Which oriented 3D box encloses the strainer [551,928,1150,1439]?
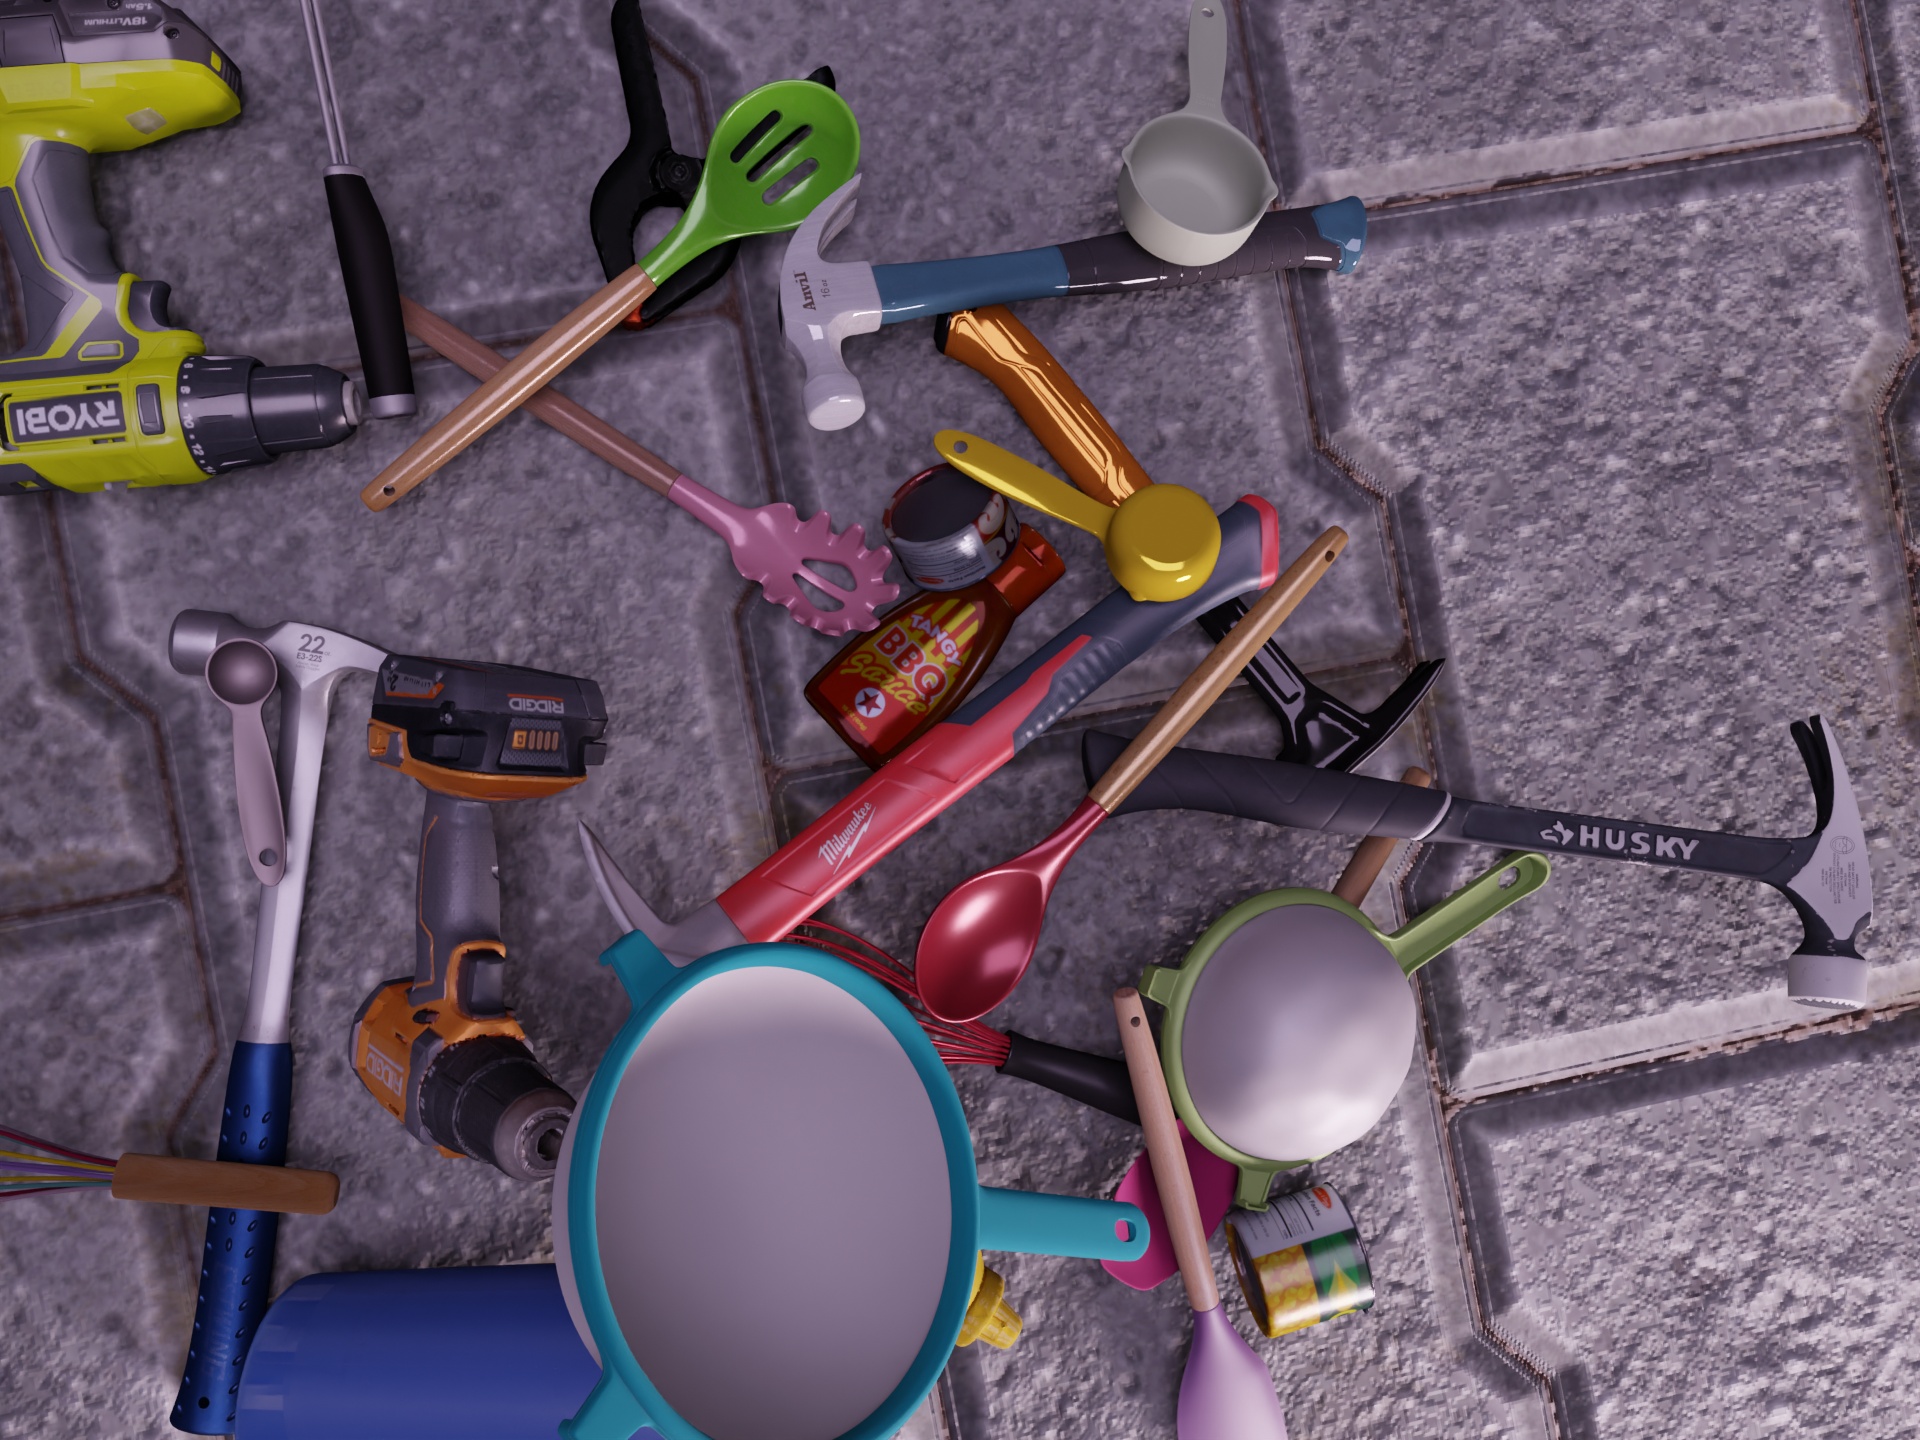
[{"bbox_3d":[-0.052,0.224,0.721,0.340,0.095,0.211,22,59,-42],"label":"strainer"}]

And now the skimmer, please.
[{"bbox_3d":[-0.343,-0.328,0.792,0.090,0.127,0.363,-7,98,20],"label":"skimmer"}]

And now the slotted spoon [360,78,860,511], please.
[{"bbox_3d":[-0.180,-0.211,0.804,0.314,0.031,0.070,-40,121,-1],"label":"slotted spoon"}]

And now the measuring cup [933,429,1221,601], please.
[{"bbox_3d":[0.057,-0.112,0.790,0.156,0.029,0.062,27,75,4],"label":"measuring cup"}]

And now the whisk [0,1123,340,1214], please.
[{"bbox_3d":[-0.426,0.217,0.764,0.245,0.051,0.047,8,109,-9],"label":"whisk"}]

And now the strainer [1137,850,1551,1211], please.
[{"bbox_3d":[0.226,0.140,0.827,0.256,0.069,0.151,-29,104,-17],"label":"strainer"}]

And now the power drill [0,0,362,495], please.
[{"bbox_3d":[-0.407,-0.229,0.790,0.190,0.080,0.228,-7,92,-5],"label":"power drill"}]

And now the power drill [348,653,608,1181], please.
[{"bbox_3d":[-0.219,0.089,0.733,0.084,0.185,0.226,5,93,-38],"label":"power drill"}]

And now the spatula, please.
[{"bbox_3d":[0.119,0.282,0.826,0.060,0.018,0.315,-17,105,-9],"label":"spatula"}]

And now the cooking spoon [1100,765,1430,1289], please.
[{"bbox_3d":[0.169,0.159,0.853,0.068,0.017,0.319,38,79,-23],"label":"cooking spoon"}]

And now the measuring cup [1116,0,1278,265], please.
[{"bbox_3d":[0.122,-0.310,0.834,0.083,0.038,0.168,10,65,-8],"label":"measuring cup"}]

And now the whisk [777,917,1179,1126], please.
[{"bbox_3d":[0.005,0.168,0.834,0.295,0.073,0.073,20,87,-12],"label":"whisk"}]

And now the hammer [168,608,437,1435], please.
[{"bbox_3d":[-0.346,0.152,0.807,0.144,0.035,0.405,6,88,-5],"label":"hammer"}]

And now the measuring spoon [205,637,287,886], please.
[{"bbox_3d":[-0.347,0.020,0.787,0.034,0.018,0.124,-5,96,-5],"label":"measuring spoon"}]

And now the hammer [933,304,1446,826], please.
[{"bbox_3d":[0.111,-0.107,0.859,0.127,0.034,0.337,-41,93,-4],"label":"hammer"}]

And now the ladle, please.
[{"bbox_3d":[0.086,0.022,0.794,0.315,0.031,0.069,-48,123,-1],"label":"ladle"}]

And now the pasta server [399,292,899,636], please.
[{"bbox_3d":[-0.172,-0.139,0.828,0.316,0.040,0.060,33,80,-2],"label":"pasta server"}]

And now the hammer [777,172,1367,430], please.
[{"bbox_3d":[0.065,-0.235,0.832,0.331,0.033,0.128,-12,72,-15],"label":"hammer"}]

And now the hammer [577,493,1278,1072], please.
[{"bbox_3d":[-0.001,-0.003,0.795,0.386,0.038,0.143,-38,81,-11],"label":"hammer"}]

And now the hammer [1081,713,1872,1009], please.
[{"bbox_3d":[0.265,0.047,0.824,0.409,0.036,0.149,8,79,1],"label":"hammer"}]
